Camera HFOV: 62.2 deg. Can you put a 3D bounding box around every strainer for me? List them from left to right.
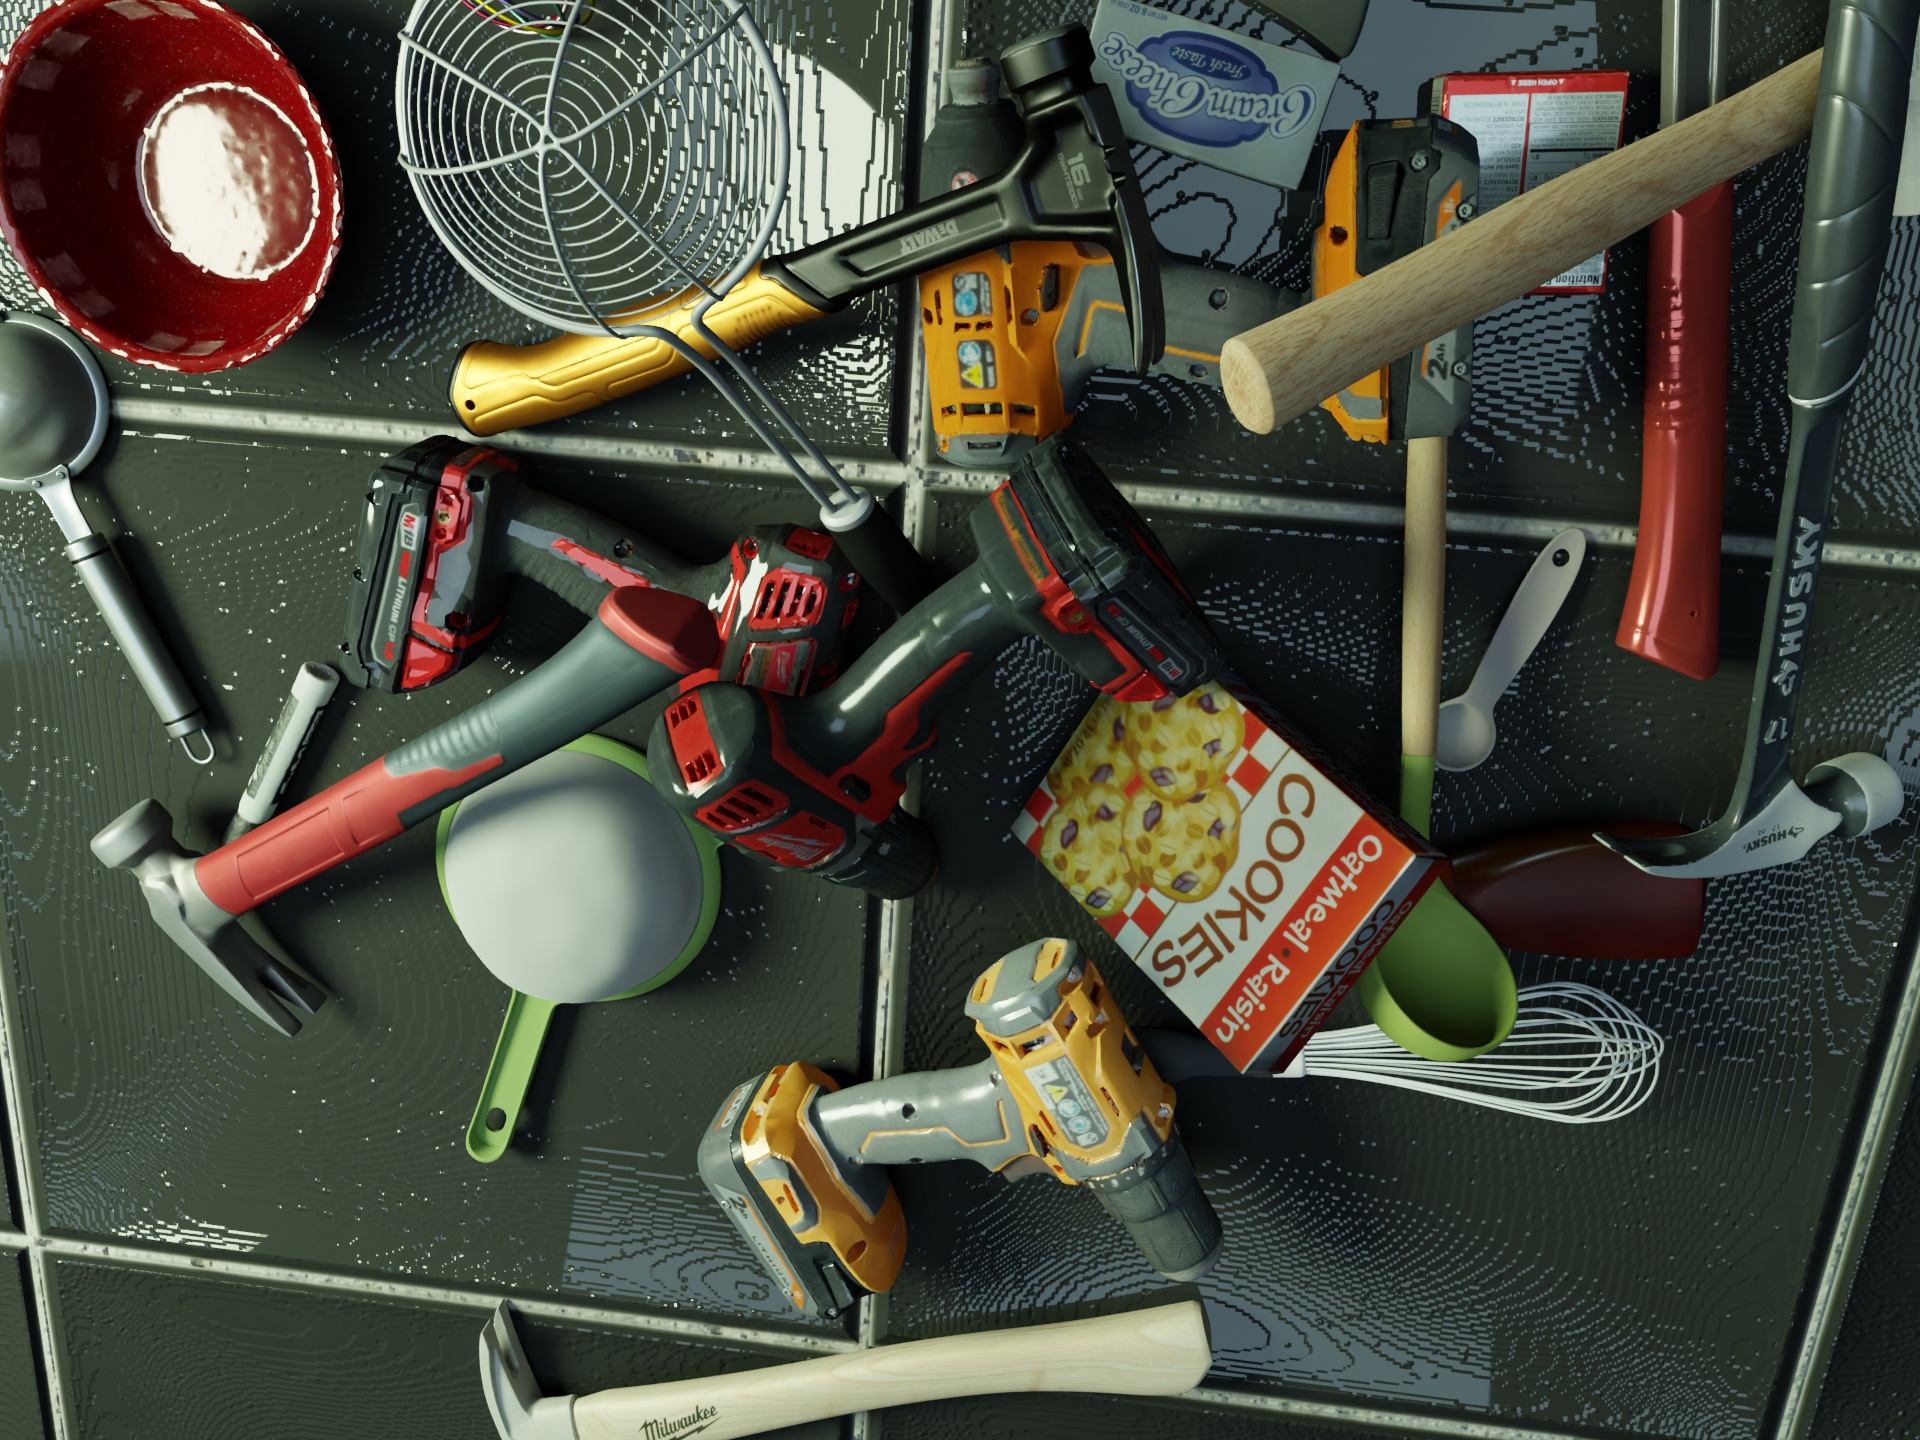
[{"bbox_3d":[-0.431,-0.092,0.778,0.087,0.050,0.258,-22,108,-2],"label":"strainer"},{"bbox_3d":[-0.219,0.132,0.810,0.151,0.069,0.256,22,108,-1],"label":"strainer"}]

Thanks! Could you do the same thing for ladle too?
[{"bbox_3d":[0.210,-0.011,0.695,0.078,0.062,0.320,-3,96,-29],"label":"ladle"}]

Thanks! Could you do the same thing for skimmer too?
[{"bbox_3d":[-0.072,-0.135,0.614,0.127,0.363,0.090,-18,62,14],"label":"skimmer"}]

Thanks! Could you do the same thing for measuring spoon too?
[{"bbox_3d":[0.251,-0.033,0.733,0.034,0.018,0.124,27,102,-3],"label":"measuring spoon"}]

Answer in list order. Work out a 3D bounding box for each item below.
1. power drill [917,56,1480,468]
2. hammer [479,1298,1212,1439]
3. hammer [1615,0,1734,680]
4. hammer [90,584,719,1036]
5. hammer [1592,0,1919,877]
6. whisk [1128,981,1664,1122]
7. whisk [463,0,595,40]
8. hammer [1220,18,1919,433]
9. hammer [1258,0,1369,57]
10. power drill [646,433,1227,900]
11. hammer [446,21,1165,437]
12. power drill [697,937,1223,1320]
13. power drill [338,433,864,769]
[{"bbox_3d":[0.091,-0.189,0.646,0.226,0.084,0.164,1,117,16],"label":"power drill"},{"bbox_3d":[-0.066,0.363,0.888,0.410,0.038,0.146,-13,105,10],"label":"hammer"},{"bbox_3d":[0.304,-0.189,0.648,0.149,0.037,0.358,-16,114,-16],"label":"hammer"},{"bbox_3d":[-0.247,0.043,0.734,0.386,0.038,0.143,-24,113,31],"label":"hammer"},{"bbox_3d":[0.327,-0.113,0.616,0.149,0.036,0.408,-16,119,-16],"label":"hammer"},{"bbox_3d":[0.194,0.163,0.783,0.284,0.070,0.070,-3,108,12],"label":"whisk"},{"bbox_3d":[-0.253,-0.371,0.667,0.245,0.051,0.047,40,87,-3],"label":"whisk"},{"bbox_3d":[0.237,-0.192,0.577,0.331,0.031,0.130,-28,117,-12],"label":"hammer"},{"bbox_3d":[0.017,-0.359,0.639,0.334,0.035,0.146,28,108,-3],"label":"hammer"},{"bbox_3d":[-0.001,-0.002,0.702,0.226,0.080,0.187,-34,145,14],"label":"power drill"},{"bbox_3d":[-0.081,-0.167,0.663,0.337,0.034,0.127,-10,110,28],"label":"hammer"},{"bbox_3d":[0.006,0.226,0.798,0.226,0.084,0.185,-26,104,21],"label":"power drill"},{"bbox_3d":[-0.165,-0.042,0.746,0.219,0.079,0.143,16,110,-2],"label":"power drill"}]
